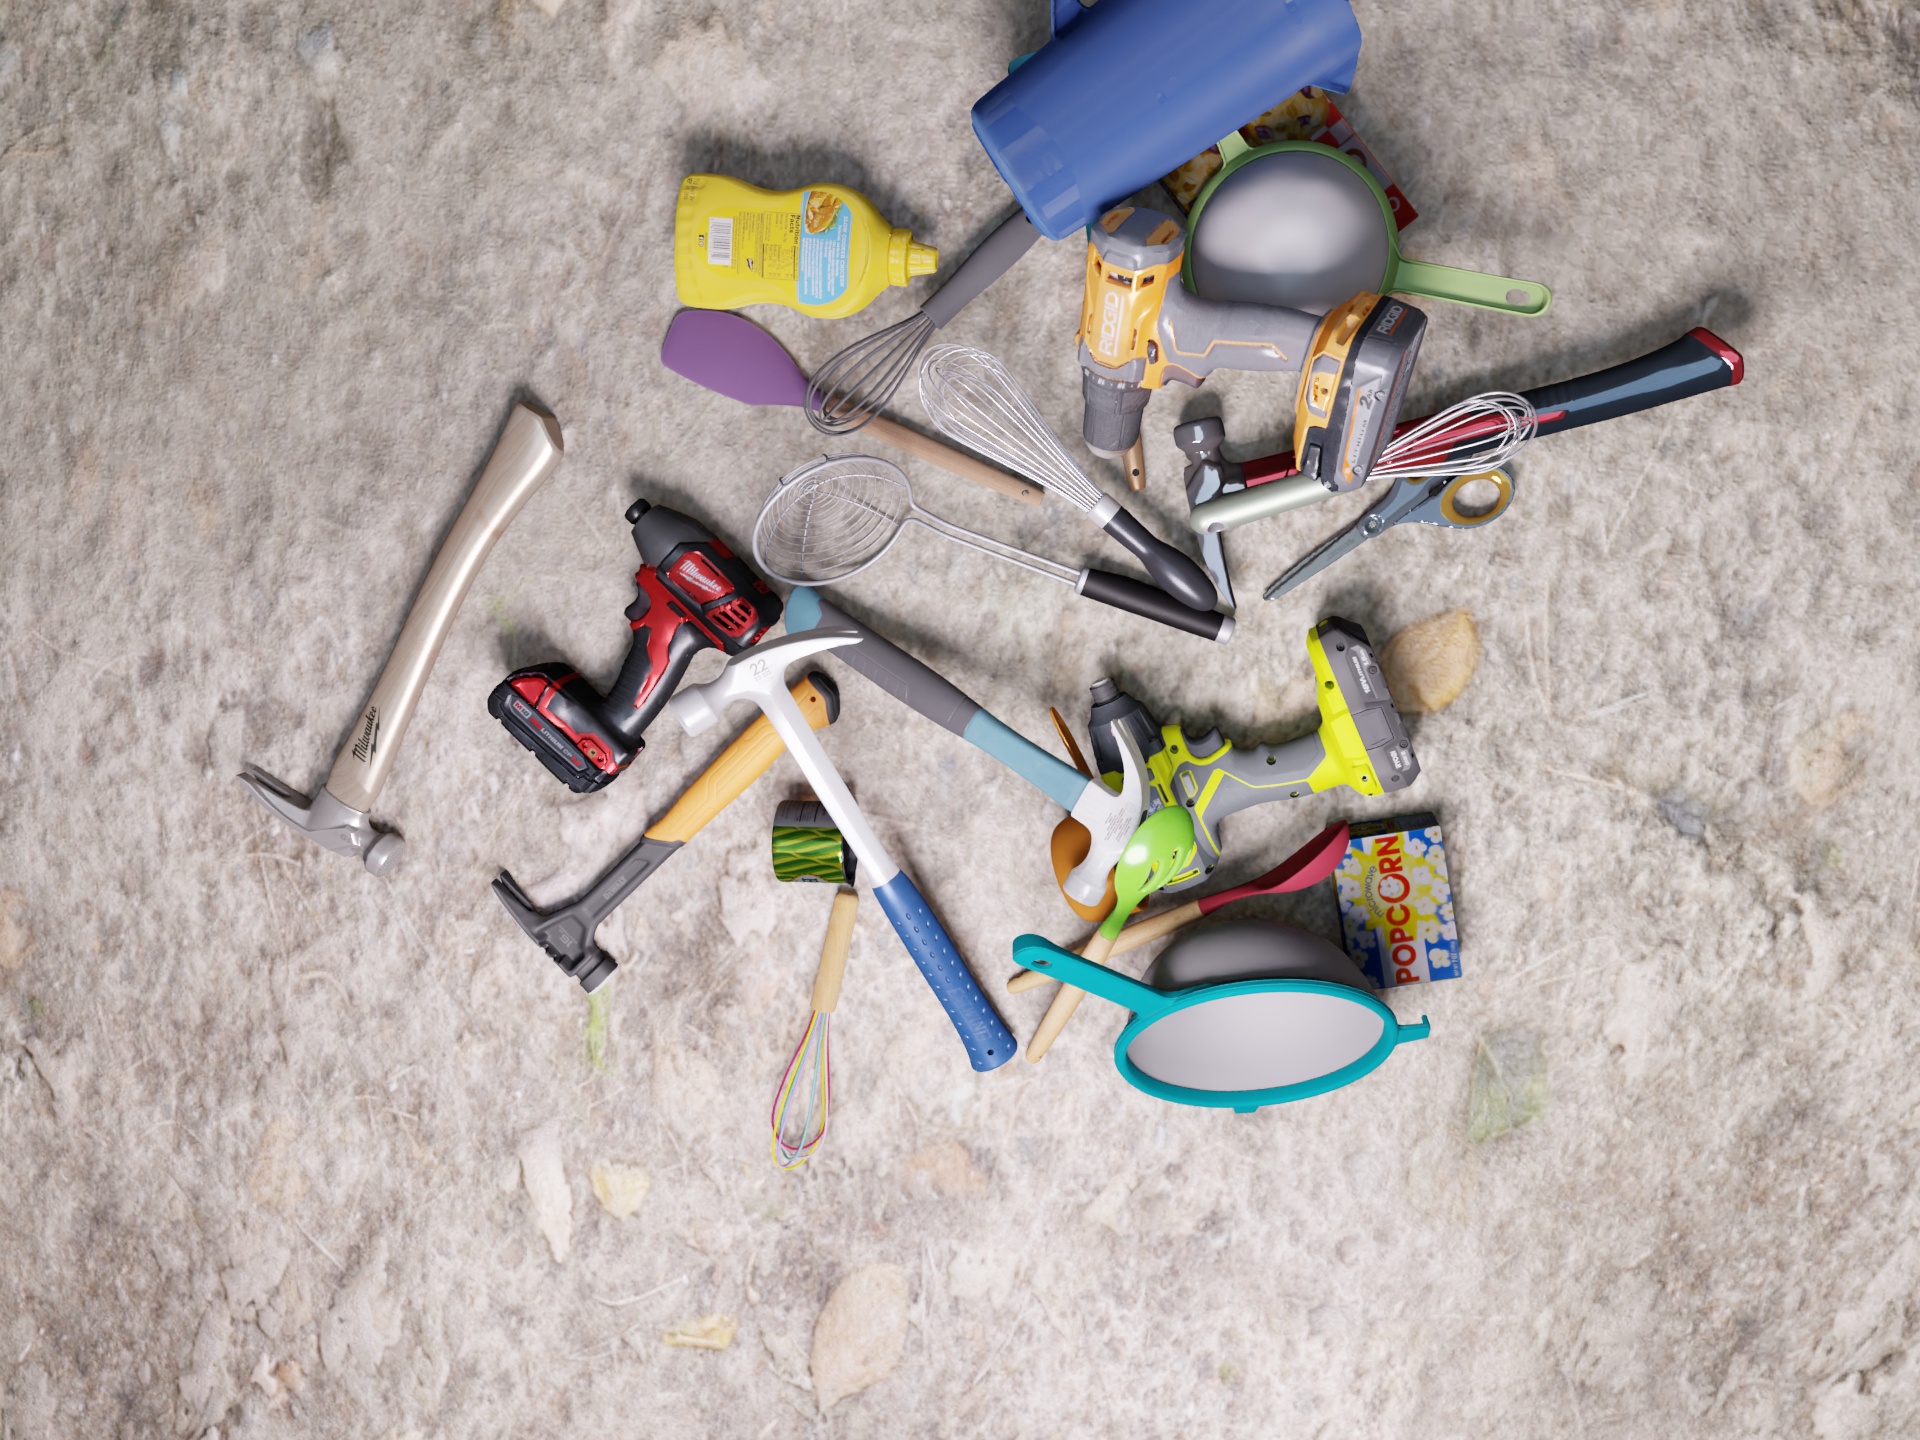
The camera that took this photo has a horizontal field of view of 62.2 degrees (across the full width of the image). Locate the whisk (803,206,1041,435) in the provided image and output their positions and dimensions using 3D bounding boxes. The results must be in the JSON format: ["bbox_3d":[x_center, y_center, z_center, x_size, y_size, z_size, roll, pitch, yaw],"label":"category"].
[{"bbox_3d":[-0.023,-0.301,1.176,0.239,0.055,0.055,-42,94,4],"label":"whisk"}]

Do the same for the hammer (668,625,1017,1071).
[{"bbox_3d":[-0.057,0.110,1.220,0.144,0.035,0.405,-32,114,-4],"label":"hammer"}]

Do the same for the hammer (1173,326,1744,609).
[{"bbox_3d":[0.357,-0.190,1.142,0.386,0.038,0.143,-13,95,13],"label":"hammer"}]

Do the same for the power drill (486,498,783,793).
[{"bbox_3d":[-0.259,-0.061,1.248,0.143,0.078,0.219,45,101,-3],"label":"power drill"}]

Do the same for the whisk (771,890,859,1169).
[{"bbox_3d":[-0.117,0.258,1.317,0.047,0.051,0.245,10,99,-17],"label":"whisk"}]

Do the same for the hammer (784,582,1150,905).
[{"bbox_3d":[-0.002,-0.004,1.200,0.331,0.033,0.128,34,103,17],"label":"hammer"}]

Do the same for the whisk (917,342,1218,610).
[{"bbox_3d":[0.082,-0.177,1.173,0.284,0.070,0.070,40,104,-4],"label":"whisk"}]

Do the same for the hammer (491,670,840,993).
[{"bbox_3d":[-0.230,0.075,1.292,0.337,0.034,0.127,-42,95,13],"label":"hammer"}]

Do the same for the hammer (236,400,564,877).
[{"bbox_3d":[-0.441,-0.076,1.287,0.146,0.038,0.410,31,103,1],"label":"hammer"}]

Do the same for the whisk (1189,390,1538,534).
[{"bbox_3d":[0.280,-0.177,1.121,0.246,0.057,0.059,-16,61,16],"label":"whisk"}]

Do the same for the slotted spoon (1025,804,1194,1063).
[{"bbox_3d":[0.105,0.174,1.202,0.031,0.070,0.313,54,142,28],"label":"slotted spoon"}]

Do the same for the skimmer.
[{"bbox_3d":[0.028,-0.107,1.193,0.363,0.090,0.127,19,135,0],"label":"skimmer"}]

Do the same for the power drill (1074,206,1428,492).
[{"bbox_3d":[0.183,-0.232,1.085,0.226,0.084,0.185,24,139,17],"label":"power drill"}]

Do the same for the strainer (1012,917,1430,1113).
[{"bbox_3d":[0.169,0.188,1.178,0.340,0.095,0.211,26,135,-31],"label":"strainer"}]

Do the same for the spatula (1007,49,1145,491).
[{"bbox_3d":[0.103,-0.324,1.161,0.082,0.044,0.317,-10,101,6],"label":"spatula"}]

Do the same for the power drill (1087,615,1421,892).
[{"bbox_3d":[0.216,0.015,1.202,0.223,0.080,0.171,-23,100,14],"label":"power drill"}]

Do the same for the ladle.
[{"bbox_3d":[0.164,0.153,1.228,0.315,0.069,0.031,-28,94,27],"label":"ladle"}]

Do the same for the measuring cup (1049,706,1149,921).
[{"bbox_3d":[0.087,0.075,1.222,0.052,0.095,0.173,-23,100,20],"label":"measuring cup"}]

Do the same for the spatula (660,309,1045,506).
[{"bbox_3d":[-0.080,-0.235,1.216,0.316,0.018,0.060,25,100,2],"label":"spatula"}]

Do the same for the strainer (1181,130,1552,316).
[{"bbox_3d":[0.277,-0.310,1.084,0.256,0.069,0.151,13,104,7],"label":"strainer"}]
